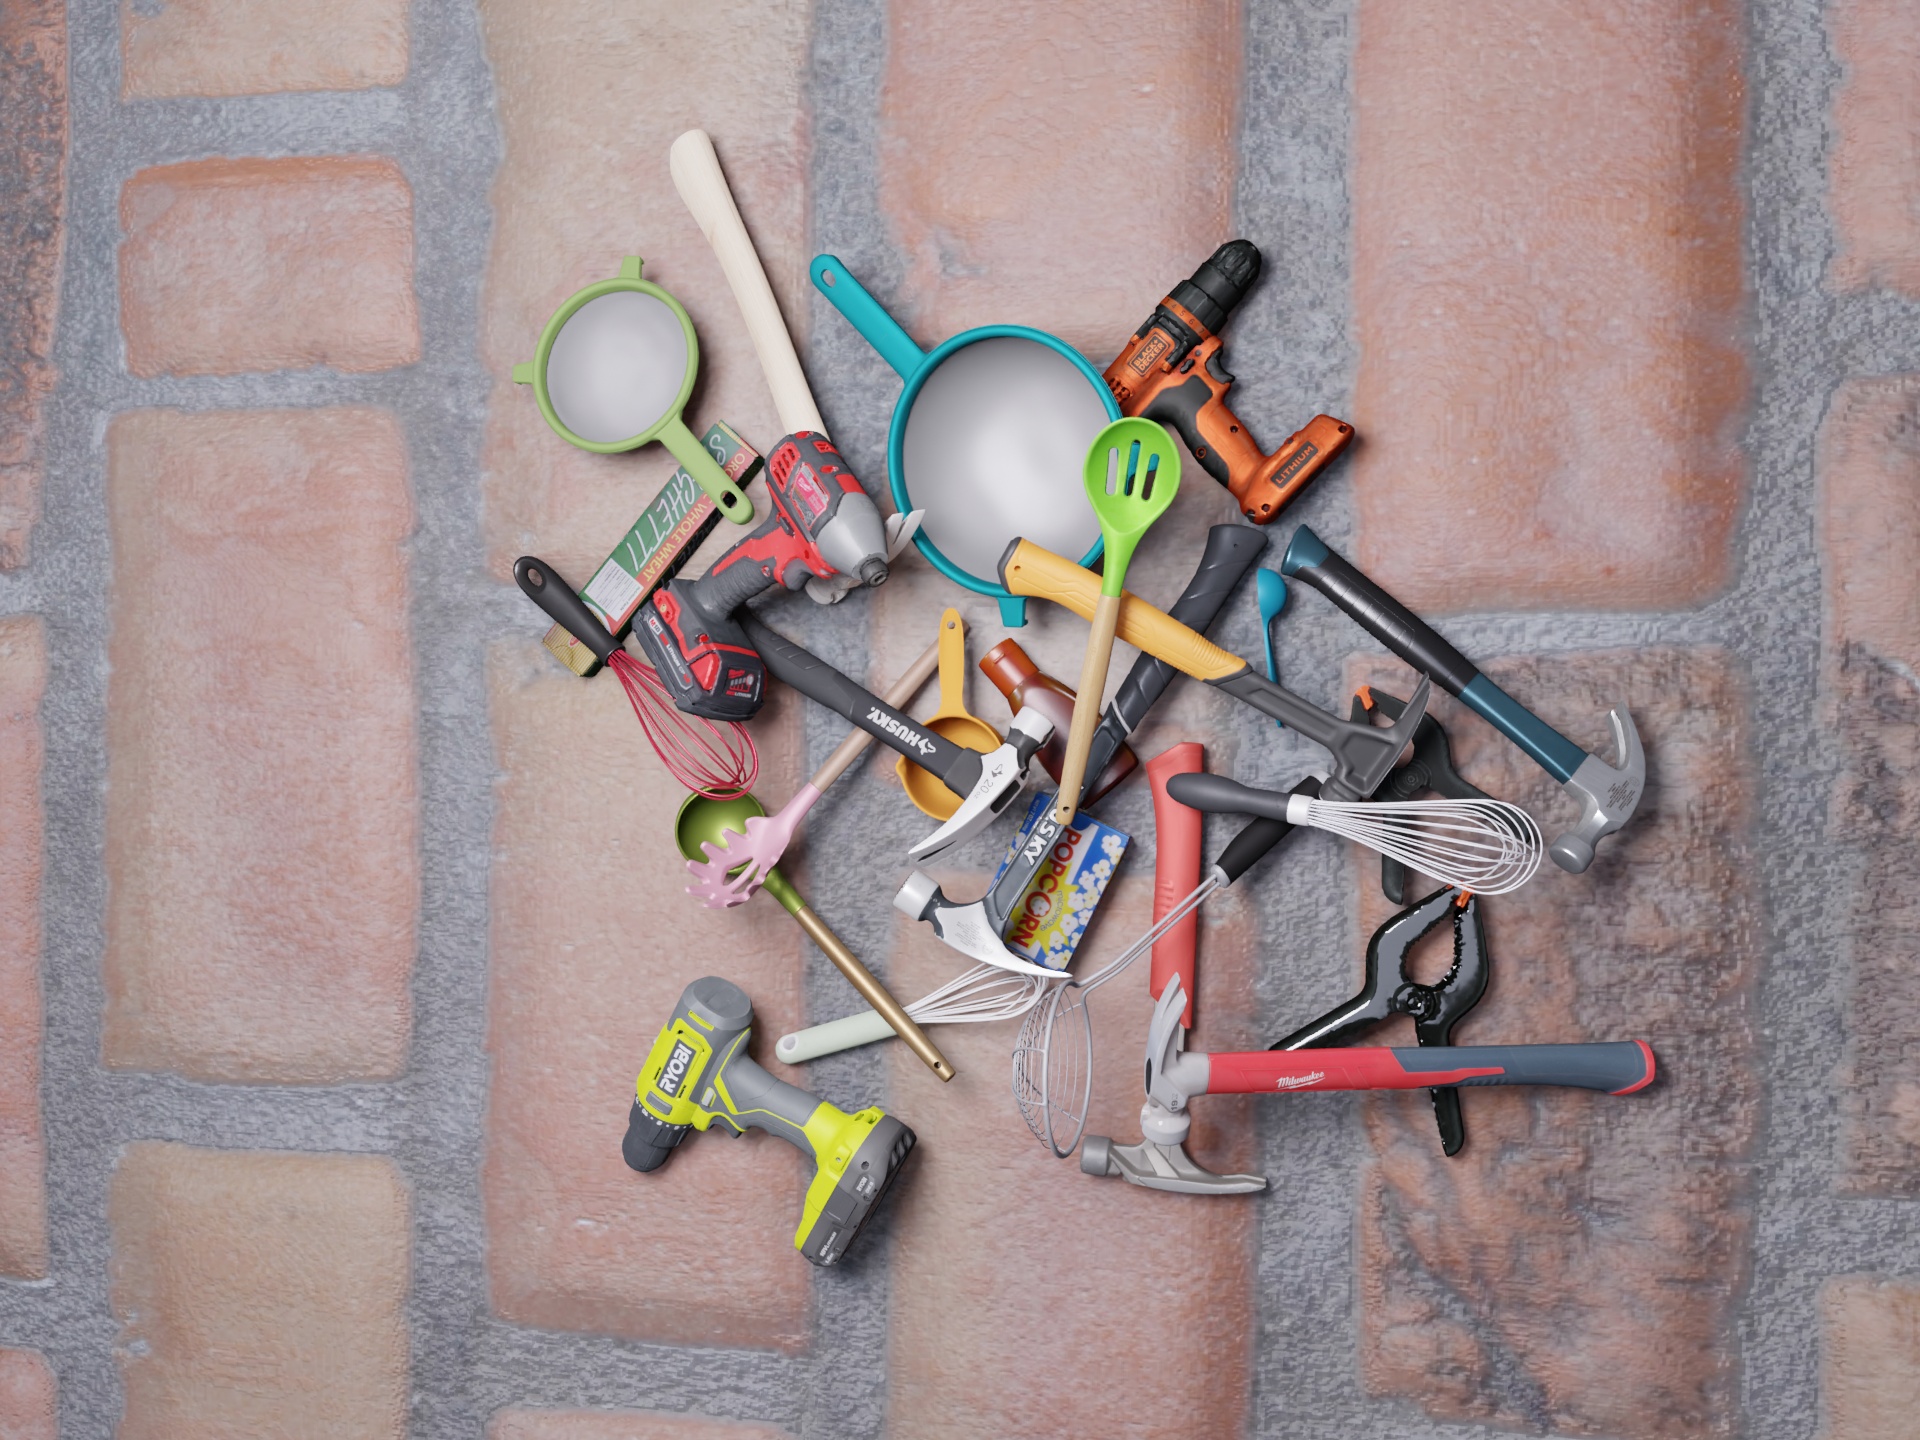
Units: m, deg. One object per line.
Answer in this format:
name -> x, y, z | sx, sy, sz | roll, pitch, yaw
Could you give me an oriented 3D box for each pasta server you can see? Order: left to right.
pasta server -> -0.102, 0.032, 1.299 | 0.060, 0.040, 0.316 | 38, 82, 28

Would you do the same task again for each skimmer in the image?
skimmer -> 0.174, 0.174, 1.205 | 0.363, 0.127, 0.090 | -40, 50, -13

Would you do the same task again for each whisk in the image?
whisk -> -0.277, -0.040, 1.331 | 0.296, 0.073, 0.073 | 43, 98, 15
whisk -> -0.043, 0.246, 1.323 | 0.246, 0.059, 0.058 | -18, 50, 15
whisk -> 0.286, 0.072, 1.186 | 0.285, 0.070, 0.070 | 11, 92, 29

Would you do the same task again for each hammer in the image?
hammer -> -0.148, -0.309, 1.314 | 0.146, 0.038, 0.411 | -33, 77, 51
hammer -> -0.094, -0.013, 1.283 | 0.335, 0.035, 0.146 | 31, 80, 28
hammer -> 0.120, 0.016, 1.251 | 0.149, 0.036, 0.409 | 34, 85, 6
hammer -> 0.180, 0.197, 1.280 | 0.149, 0.036, 0.359 | 3, 91, 11
hammer -> 0.184, -0.054, 1.202 | 0.337, 0.034, 0.127 | 28, 118, -1
hammer -> 0.331, 0.247, 1.184 | 0.386, 0.038, 0.143 | -1, 121, -5
hammer -> 0.379, -0.036, 1.225 | 0.331, 0.033, 0.128 | 41, 74, 14

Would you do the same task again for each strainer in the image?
strainer -> -0.248, -0.255, 1.341 | 0.151, 0.069, 0.256 | -42, 77, 7
strainer -> 0.012, -0.254, 1.279 | 0.340, 0.095, 0.211 | 48, 121, 12

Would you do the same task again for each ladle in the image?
ladle -> -0.118, 0.175, 1.307 | 0.078, 0.062, 0.320 | -45, 73, 2

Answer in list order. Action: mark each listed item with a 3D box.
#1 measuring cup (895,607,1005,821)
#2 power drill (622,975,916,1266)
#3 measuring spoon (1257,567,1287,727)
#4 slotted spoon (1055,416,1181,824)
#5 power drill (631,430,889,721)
measuring cup -> -0.002, -0.004, 1.309 | 0.095, 0.052, 0.173 | -1, 88, 11
power drill -> -0.170, 0.346, 1.323 | 0.228, 0.080, 0.190 | 32, 112, 11
measuring spoon -> 0.254, -0.058, 1.265 | 0.021, 0.042, 0.128 | -6, 97, 19
slotted spoon -> 0.104, -0.069, 1.175 | 0.070, 0.031, 0.313 | 11, 108, 4
power drill -> -0.148, -0.105, 1.248 | 0.219, 0.078, 0.143 | -45, 62, 21
